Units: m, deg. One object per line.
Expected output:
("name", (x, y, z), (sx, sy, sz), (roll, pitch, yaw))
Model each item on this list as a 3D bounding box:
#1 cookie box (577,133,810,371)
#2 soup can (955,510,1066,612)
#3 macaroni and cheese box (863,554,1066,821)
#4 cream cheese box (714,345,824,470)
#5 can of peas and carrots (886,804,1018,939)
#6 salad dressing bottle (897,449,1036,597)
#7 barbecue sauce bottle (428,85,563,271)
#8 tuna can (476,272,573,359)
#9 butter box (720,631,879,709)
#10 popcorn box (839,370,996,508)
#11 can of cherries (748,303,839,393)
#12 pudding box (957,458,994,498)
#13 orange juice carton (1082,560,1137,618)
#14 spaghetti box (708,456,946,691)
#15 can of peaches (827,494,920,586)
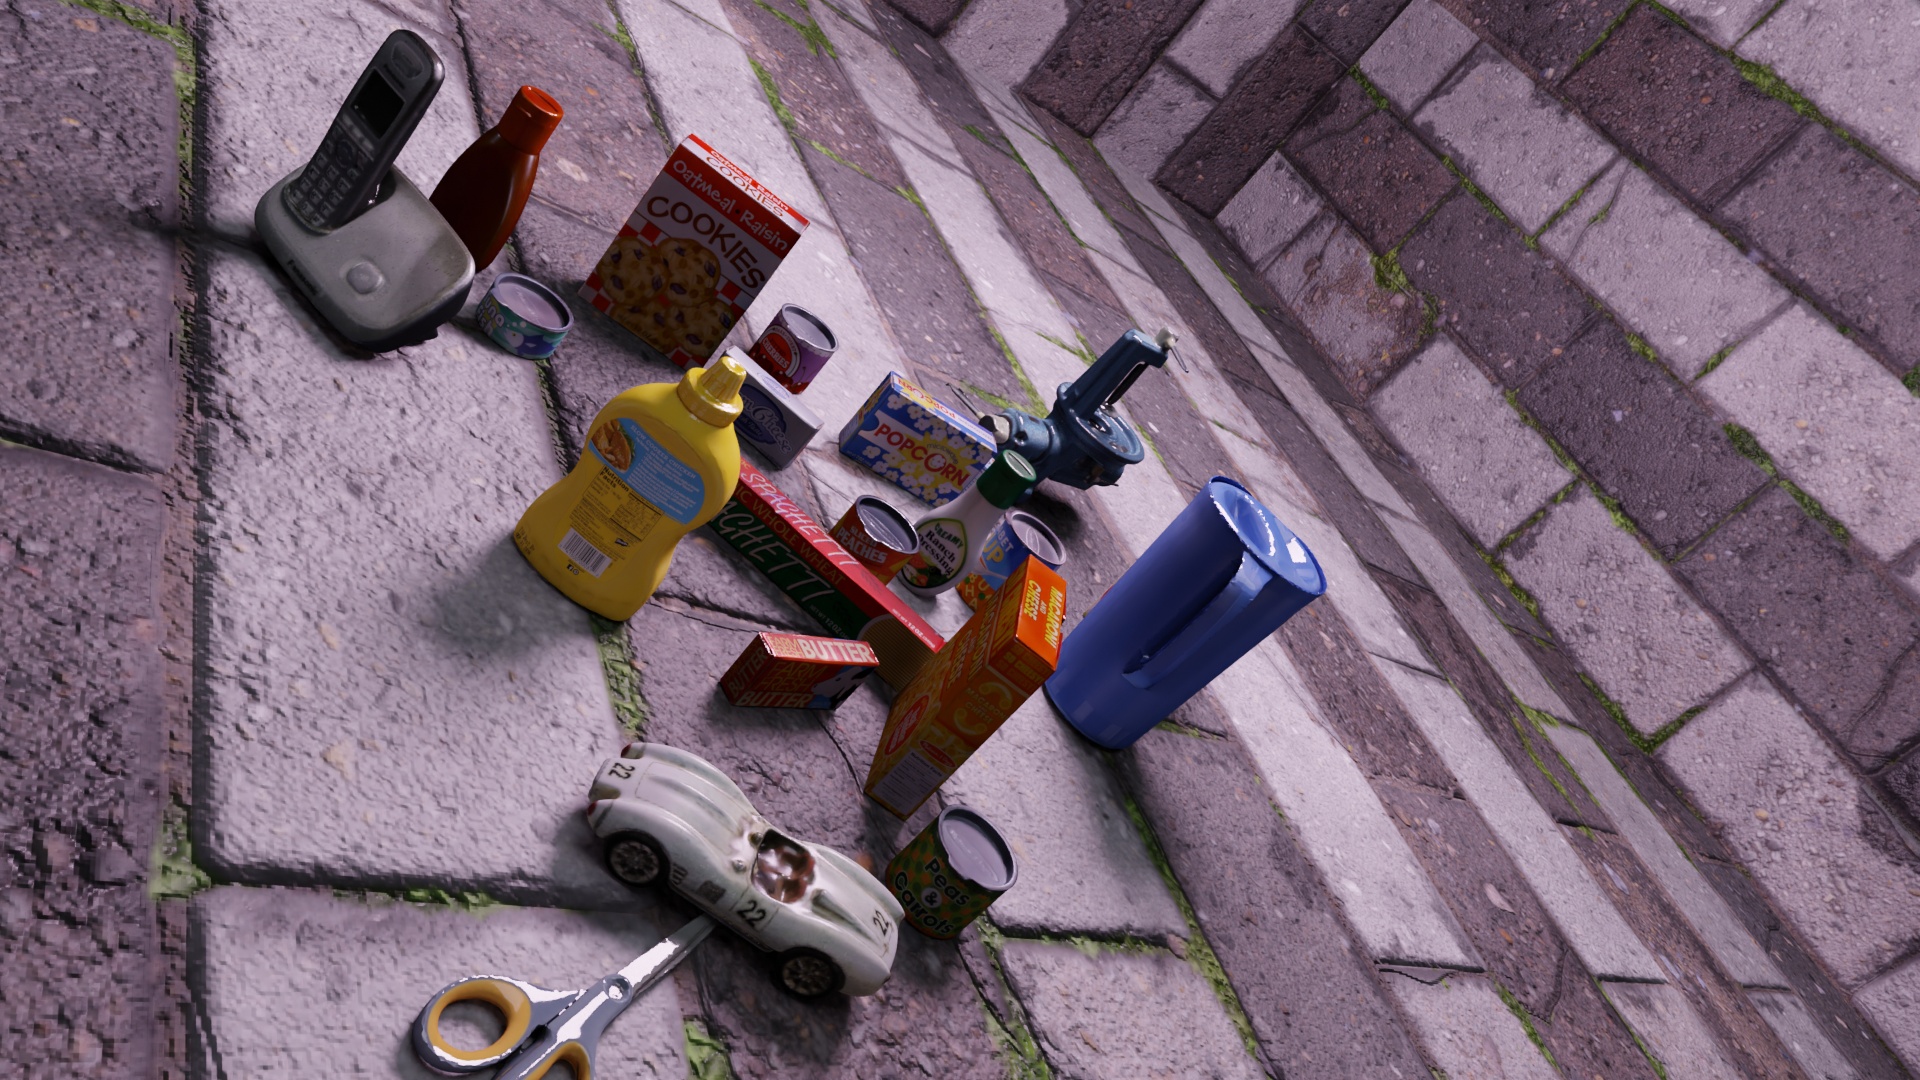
("cookie box", (-0.227, -0.241, 1.184), (0.123, 0.167, 0.040), (36, 25, -15))
("soup can", (0.042, 0.023, 1.256), (0.071, 0.083, 0.072), (34, 26, -19))
("macaroni and cheese box", (0.007, 0.102, 0.977), (0.040, 0.166, 0.124), (38, 25, -11))
("cream cheese box", (-0.173, -0.113, 1.194), (0.104, 0.053, 0.024), (41, 24, -3))
("can of peas and carrots", (-0.007, 0.216, 0.901), (0.071, 0.058, 0.071), (34, 26, -19))
("salad dressing bottle", (0.004, -0.015, 1.184), (0.064, 0.147, 0.044), (46, 24, 7))
("barbecue sauce bottle", (-0.360, -0.282, 1.076), (0.065, 0.148, 0.044), (41, 24, -4))
("tuna can", (-0.338, -0.173, 1.071), (0.071, 0.032, 0.071), (34, 26, -19))
("butter box", (-0.110, 0.091, 0.958), (0.103, 0.053, 0.024), (11, 39, -49))
("popcorn box", (-0.040, -0.093, 1.320), (0.126, 0.085, 0.038), (30, 27, -25))
("can of cherries", (-0.160, -0.182, 1.318), (0.071, 0.058, 0.072), (34, 26, -19))
("pudding box", (0.013, -0.064, 1.395), (0.083, 0.049, 0.030), (41, 24, -3))
("orange juice carton", (0.215, 0.044, 1.347), (0.072, 0.192, 0.073), (24, 30, -35))
("spaghetti box", (-0.121, 0.015, 1.068), (0.250, 0.050, 0.029), (42, 24, -1))
("can of peaches", (-0.077, 0.006, 1.138), (0.071, 0.058, 0.071), (34, 26, -19))
